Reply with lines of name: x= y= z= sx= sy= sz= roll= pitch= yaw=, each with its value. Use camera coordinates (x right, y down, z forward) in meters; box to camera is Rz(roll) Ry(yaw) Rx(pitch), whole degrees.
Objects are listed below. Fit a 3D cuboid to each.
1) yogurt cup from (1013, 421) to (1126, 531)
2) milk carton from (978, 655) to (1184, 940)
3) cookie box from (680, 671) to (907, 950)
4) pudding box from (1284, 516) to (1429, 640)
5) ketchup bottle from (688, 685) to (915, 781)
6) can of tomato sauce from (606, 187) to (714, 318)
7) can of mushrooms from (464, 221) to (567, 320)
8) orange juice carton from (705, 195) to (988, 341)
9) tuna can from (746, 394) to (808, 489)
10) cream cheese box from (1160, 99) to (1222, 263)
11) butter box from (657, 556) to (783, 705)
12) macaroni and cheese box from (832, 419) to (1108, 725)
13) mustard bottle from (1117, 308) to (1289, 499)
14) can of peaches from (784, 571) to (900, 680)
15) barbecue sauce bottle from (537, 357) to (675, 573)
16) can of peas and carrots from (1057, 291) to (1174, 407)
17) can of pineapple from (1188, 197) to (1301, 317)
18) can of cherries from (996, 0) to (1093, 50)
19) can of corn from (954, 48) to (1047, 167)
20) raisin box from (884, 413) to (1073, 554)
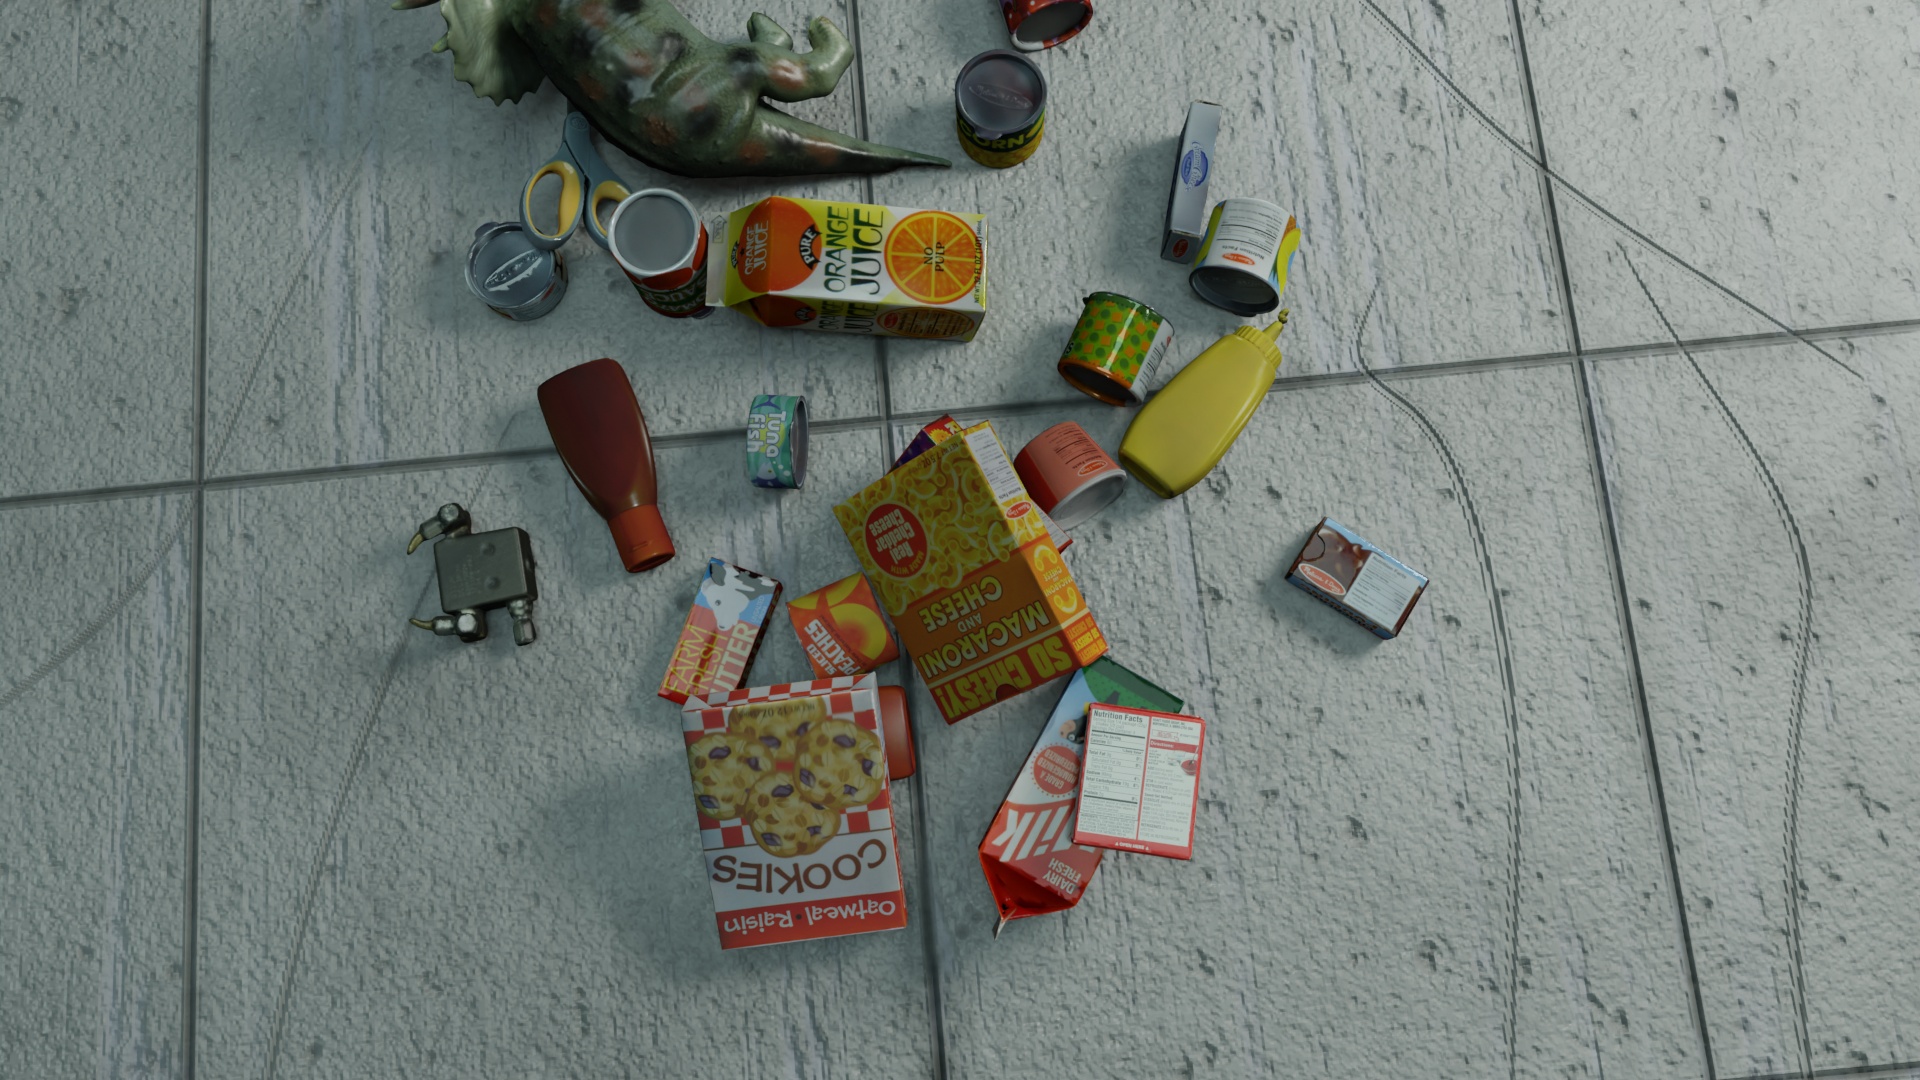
yogurt cup: x=0.073 y=-0.045 z=0.961 sx=0.072 sy=0.072 sz=0.054 roll=-33 pitch=72 yaw=-5
milk carton: x=0.068 y=0.173 z=0.913 sx=0.073 sy=0.072 sz=0.191 roll=29 pitch=81 yaw=6
cookie box: x=-0.105 y=0.176 z=0.903 sx=0.123 sy=0.040 sz=0.167 roll=-7 pitch=102 yaw=0
pudding box: x=0.273 y=0.026 z=0.959 sx=0.084 sy=0.030 sz=0.050 roll=32 pitch=83 yaw=7
ketchup bottle: x=-0.107 y=0.138 z=0.938 sx=0.149 sy=0.043 sz=0.064 roll=-8 pitch=87 yaw=0
can of tomato sauce: x=-0.208 y=-0.202 z=0.987 sx=0.071 sy=0.083 sz=0.071 roll=0 pitch=79 yaw=2
can of mushrooms: x=-0.325 y=-0.198 z=1.014 sx=0.071 sy=0.033 sz=0.071 roll=0 pitch=80 yaw=2
orange juice carton: x=-0.080 y=-0.190 z=0.972 sx=0.193 sy=0.073 sz=0.072 roll=3 pitch=79 yaw=-8
tuna can: x=-0.127 y=-0.069 z=0.965 sx=0.033 sy=0.071 sz=0.071 roll=2 pitch=79 yaw=3
cream cheese box: x=0.166 y=-0.259 z=1.005 sx=0.024 sy=0.053 sz=0.104 roll=11 pitch=80 yaw=1
butter box: x=-0.166 y=0.069 z=0.963 sx=0.053 sy=0.024 sz=0.103 roll=19 pitch=80 yaw=5
macaroni and cheese box: x=0.004 y=0.024 z=0.903 sx=0.123 sy=0.040 sz=0.166 roll=-29 pitch=88 yaw=37
mustard bottle: x=0.181 y=-0.102 z=0.976 sx=0.065 sy=0.048 sz=0.160 roll=42 pitch=82 yaw=7
can of peaches: x=-0.079 y=0.062 z=0.939 sx=0.058 sy=0.071 sz=0.071 roll=-23 pitch=80 yaw=-4
barbecue sauce bottle: x=-0.244 y=-0.051 z=0.979 sx=0.065 sy=0.043 sz=0.148 roll=-23 pitch=80 yaw=-3
can of peas and carrots: x=0.106 y=-0.134 z=0.976 sx=0.071 sy=0.071 sz=0.059 roll=24 pitch=81 yaw=6
can of pineapple: x=0.202 y=-0.201 z=0.987 sx=0.071 sy=0.071 sz=0.058 roll=19 pitch=77 yaw=5
can of cherries: x=0.061 y=-0.407 z=1.028 sx=0.071 sy=0.071 sz=0.058 roll=-16 pitch=80 yaw=-2
can of corn: x=0.029 y=-0.312 z=1.016 sx=0.071 sy=0.058 sz=0.071 roll=0 pitch=79 yaw=1
raisin box: x=0.003 y=-0.012 z=0.946 sx=0.123 sy=0.040 sz=0.085 roll=46 pitch=126 yaw=8
